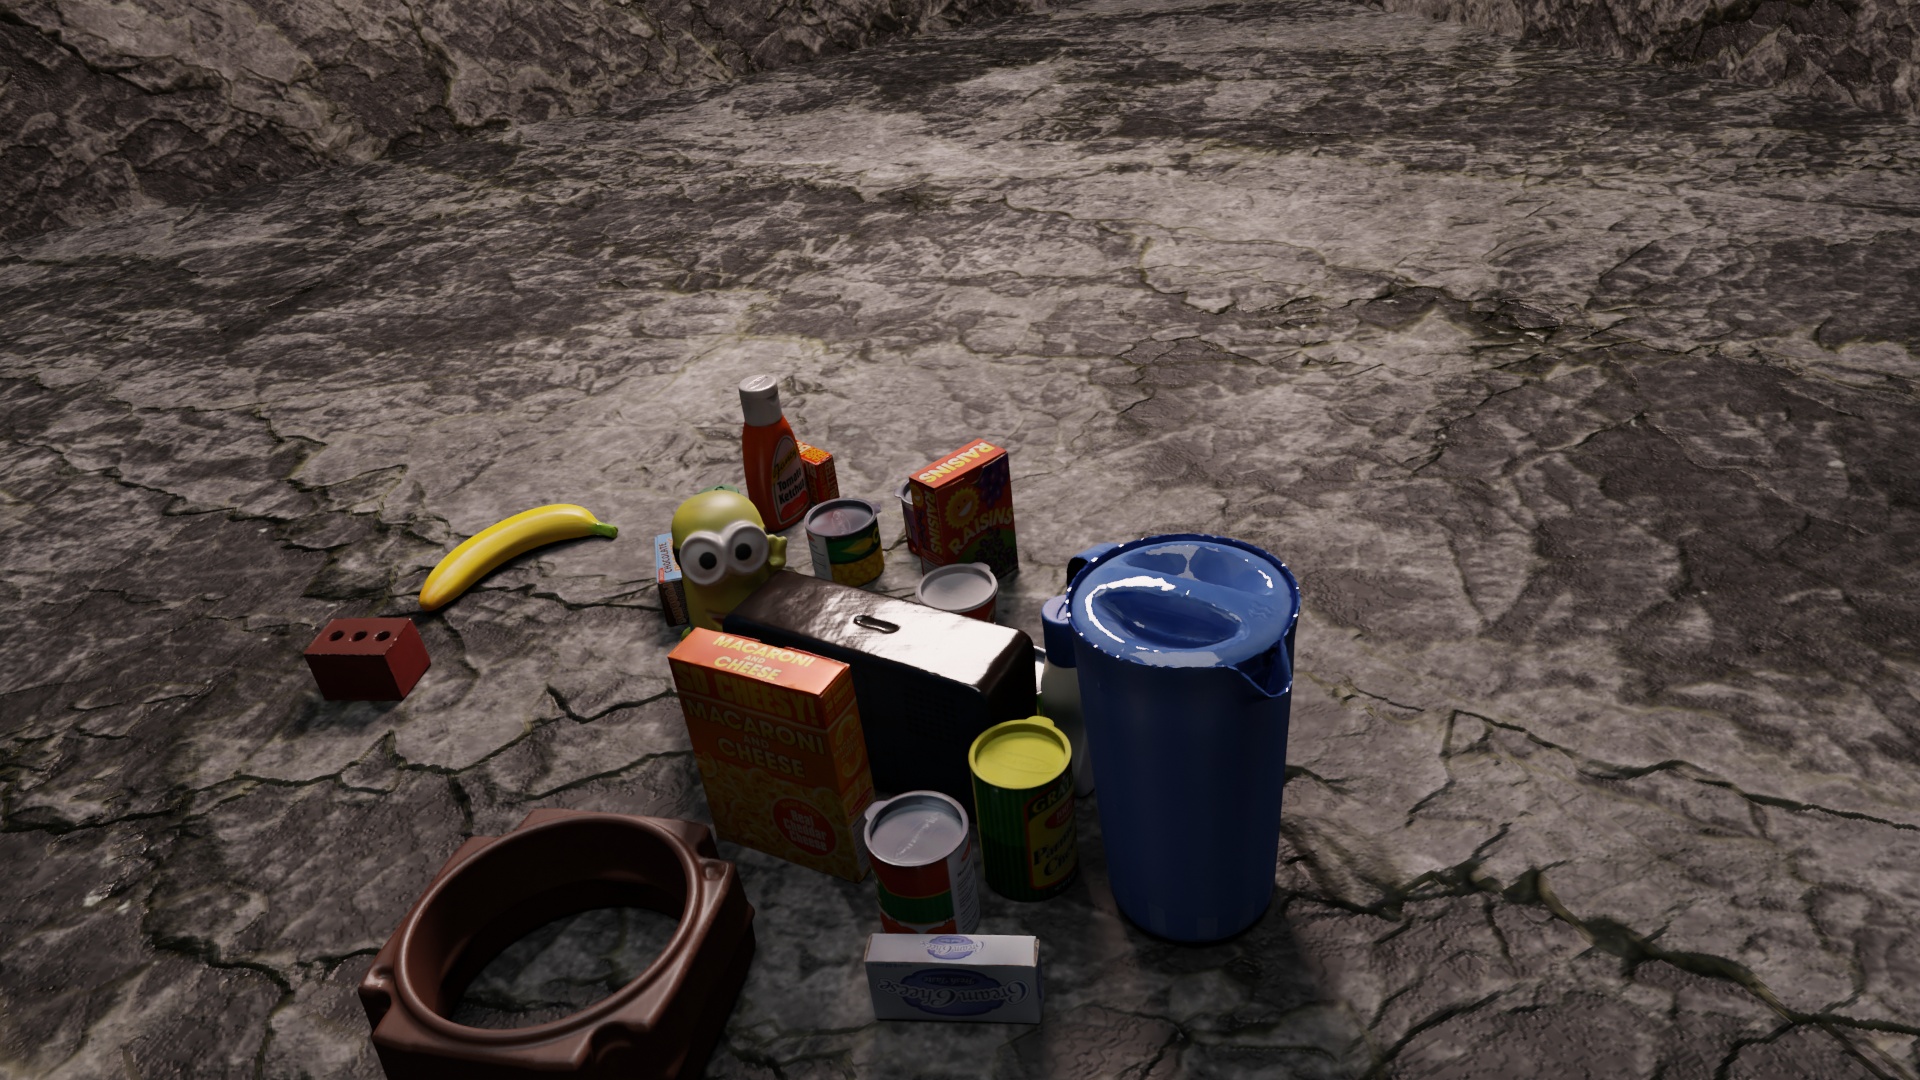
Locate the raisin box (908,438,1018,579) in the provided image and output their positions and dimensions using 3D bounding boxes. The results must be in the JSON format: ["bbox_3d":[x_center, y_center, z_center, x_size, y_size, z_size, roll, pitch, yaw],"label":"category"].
[{"bbox_3d":[0.004,-0.015,1.211,0.086,0.122,0.040,-30,38,-31],"label":"raisin box"}]

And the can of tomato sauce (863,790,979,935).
[{"bbox_3d":[-0.026,0.214,0.893,0.071,0.082,0.071,-5,32,3],"label":"can of tomato sauce"}]

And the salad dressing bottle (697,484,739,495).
[{"bbox_3d":[-0.190,0.025,1.163,0.044,0.147,0.064,-4,32,5],"label":"salad dressing bottle"}]

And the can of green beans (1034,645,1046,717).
[{"bbox_3d":[0.045,0.121,1.050,0.071,0.057,0.071,-5,32,3],"label":"can of green beans"}]

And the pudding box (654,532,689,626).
[{"bbox_3d":[-0.256,0.033,1.254,0.030,0.049,0.084,-11,32,-7],"label":"pudding box"}]

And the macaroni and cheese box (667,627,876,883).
[{"bbox_3d":[-0.123,0.145,0.943,0.124,0.165,0.040,11,36,26],"label":"macaroni and cheese box"}]

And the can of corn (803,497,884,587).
[{"bbox_3d":[-0.103,0.002,1.266,0.071,0.058,0.071,-5,32,3],"label":"can of corn"}]

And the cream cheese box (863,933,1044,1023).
[{"bbox_3d":[-0.003,0.264,0.838,0.104,0.053,0.024,-2,32,9],"label":"cream cheese box"}]

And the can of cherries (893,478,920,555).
[{"bbox_3d":[-0.023,-0.024,1.291,0.071,0.058,0.072,-5,32,3],"label":"can of cherries"}]

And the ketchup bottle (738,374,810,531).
[{"bbox_3d":[-0.183,-0.086,1.334,0.043,0.148,0.065,13,37,29],"label":"ketchup bottle"}]

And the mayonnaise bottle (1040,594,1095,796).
[{"bbox_3d":[0.080,0.107,0.980,0.041,0.147,0.065,9,35,24],"label":"mayonnaise bottle"}]

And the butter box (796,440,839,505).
[{"bbox_3d":[-0.166,-0.074,1.402,0.103,0.052,0.024,23,43,39],"label":"butter box"}]

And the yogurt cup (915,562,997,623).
[{"bbox_3d":[-0.001,0.059,1.159,0.072,0.053,0.073,-5,32,3],"label":"yogurt cup"}]

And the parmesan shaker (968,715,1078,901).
[{"bbox_3d":[0.045,0.178,0.919,0.071,0.102,0.072,-5,32,3],"label":"parmesan shaker"}]
